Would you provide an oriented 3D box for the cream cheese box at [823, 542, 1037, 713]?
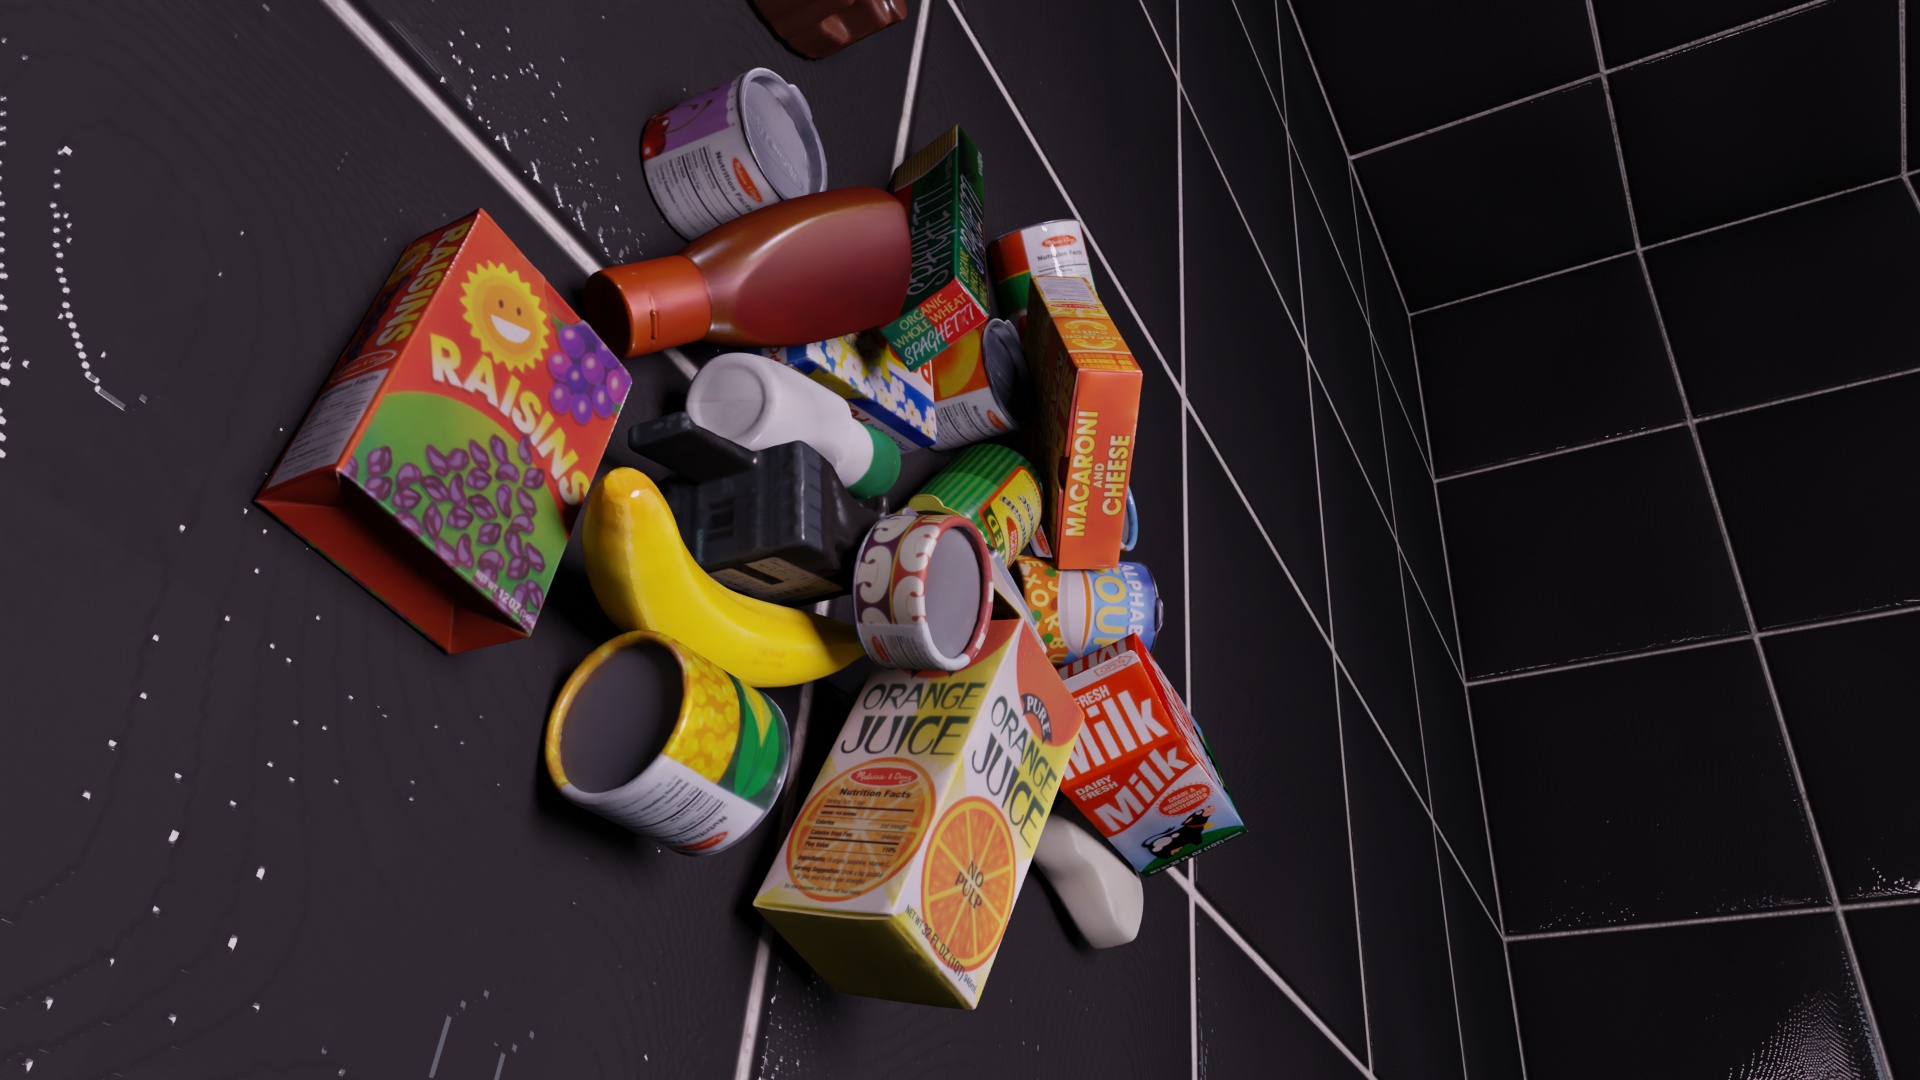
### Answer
[{"bbox_3d":[-0.012,0.053,0.677,0.104,0.024,0.053,-43,125,-17],"label":"cream cheese box"}]

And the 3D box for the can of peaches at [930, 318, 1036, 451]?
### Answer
[{"bbox_3d":[0.005,-0.092,0.817,0.071,0.058,0.071,41,42,-50],"label":"can of peaches"}]

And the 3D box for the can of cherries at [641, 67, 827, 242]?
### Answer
[{"bbox_3d":[-0.103,-0.176,0.640,0.071,0.058,0.072,40,43,-50],"label":"can of cherries"}]

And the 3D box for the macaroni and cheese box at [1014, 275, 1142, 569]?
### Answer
[{"bbox_3d":[0.066,-0.075,0.835,0.167,0.040,0.123,-102,-166,-62],"label":"macaroni and cheese box"}]

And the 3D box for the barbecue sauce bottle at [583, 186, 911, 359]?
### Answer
[{"bbox_3d":[-0.088,-0.111,0.596,0.149,0.044,0.064,-24,130,-41],"label":"barbecue sauce bottle"}]

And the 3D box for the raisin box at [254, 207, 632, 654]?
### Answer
[{"bbox_3d":[-0.164,-0.037,0.463,0.086,0.040,0.124,52,33,-39],"label":"raisin box"}]

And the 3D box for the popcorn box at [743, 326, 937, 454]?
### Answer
[{"bbox_3d":[-0.060,-0.102,0.712,0.126,0.038,0.085,29,51,-57],"label":"popcorn box"}]

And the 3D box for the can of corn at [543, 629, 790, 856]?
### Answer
[{"bbox_3d":[-0.105,0.070,0.498,0.058,0.071,0.071,44,40,-48],"label":"can of corn"}]

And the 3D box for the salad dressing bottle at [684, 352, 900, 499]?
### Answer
[{"bbox_3d":[-0.071,-0.047,0.641,0.147,0.064,0.044,22,69,-70],"label":"salad dressing bottle"}]

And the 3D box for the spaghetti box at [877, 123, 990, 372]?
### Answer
[{"bbox_3d":[-0.013,-0.168,0.760,0.028,0.050,0.251,49,21,-26],"label":"spaghetti box"}]

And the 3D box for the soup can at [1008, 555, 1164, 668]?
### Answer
[{"bbox_3d":[0.066,0.043,0.815,0.084,0.071,0.071,4,68,-19],"label":"soup can"}]

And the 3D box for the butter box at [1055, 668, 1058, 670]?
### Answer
[{"bbox_3d":[0.052,0.086,0.860,0.053,0.024,0.104,48,37,-46],"label":"butter box"}]

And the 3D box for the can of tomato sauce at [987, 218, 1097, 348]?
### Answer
[{"bbox_3d":[0.060,-0.173,0.967,0.071,0.071,0.083,-16,92,-65],"label":"can of tomato sauce"}]

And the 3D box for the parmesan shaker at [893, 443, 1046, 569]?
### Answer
[{"bbox_3d":[0.003,-0.009,0.757,0.071,0.071,0.103,69,26,-15],"label":"parmesan shaker"}]

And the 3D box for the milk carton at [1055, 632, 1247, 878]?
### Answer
[{"bbox_3d":[0.096,0.118,0.792,0.190,0.072,0.074,50,16,-50],"label":"milk carton"}]

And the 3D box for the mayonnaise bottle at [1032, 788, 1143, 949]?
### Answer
[{"bbox_3d":[0.062,0.173,0.816,0.147,0.041,0.065,58,23,-30],"label":"mayonnaise bottle"}]

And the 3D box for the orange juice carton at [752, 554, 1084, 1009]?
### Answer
[{"bbox_3d":[-0.005,0.098,0.609,0.071,0.073,0.194,58,42,-34],"label":"orange juice carton"}]

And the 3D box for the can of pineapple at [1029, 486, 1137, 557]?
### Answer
[{"bbox_3d":[0.081,-0.019,0.935,0.071,0.058,0.071,41,42,-51],"label":"can of pineapple"}]

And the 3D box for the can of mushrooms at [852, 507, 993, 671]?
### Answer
[{"bbox_3d":[-0.014,0.019,0.583,0.071,0.033,0.071,-1,92,-62],"label":"can of mushrooms"}]
